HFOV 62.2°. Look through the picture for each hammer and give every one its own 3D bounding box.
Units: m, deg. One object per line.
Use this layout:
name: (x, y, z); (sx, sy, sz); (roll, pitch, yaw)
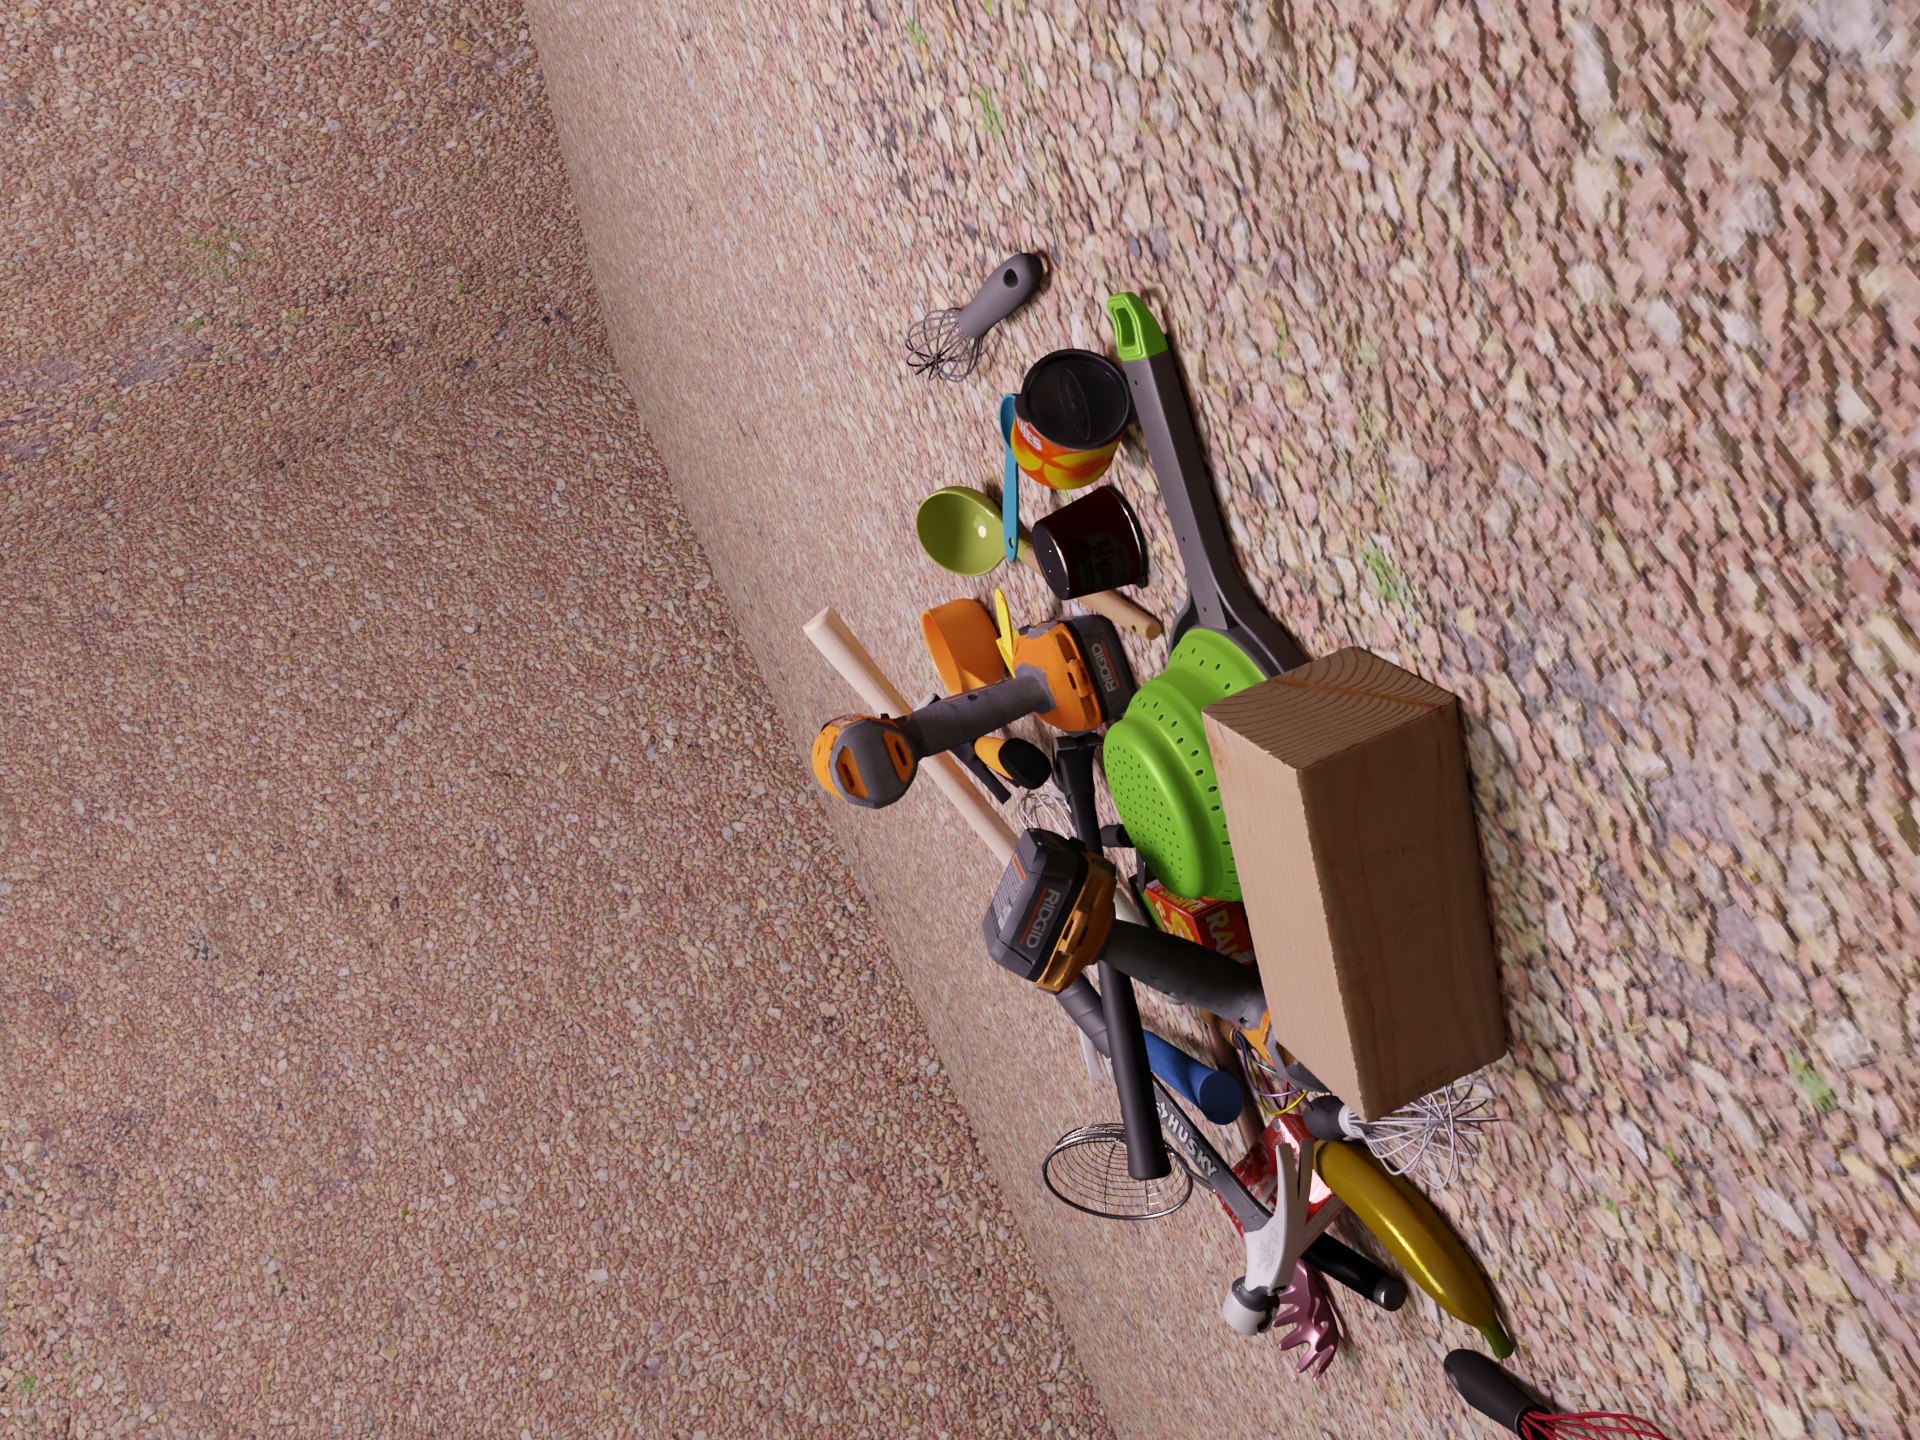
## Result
hammer: (0.135, 0.265, 1.224); (0.409, 0.036, 0.149); (48, 132, 50)
hammer: (0.110, 0.167, 1.173); (0.146, 0.035, 0.335); (86, 175, -71)
hammer: (0.032, 0.034, 1.377); (0.127, 0.034, 0.337); (44, 176, -9)
hammer: (0.158, 0.284, 1.386); (0.405, 0.035, 0.144); (-174, 68, -79)
hammer: (0.006, 0.067, 1.391); (0.410, 0.038, 0.146); (50, 178, -15)

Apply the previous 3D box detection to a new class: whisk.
whisk: (0.248, 0.241, 0.953); (0.284, 0.070, 0.070); (97, 149, -76)
whisk: (0.201, 0.228, 1.110); (0.245, 0.051, 0.047); (-166, 85, -85)
whisk: (0.121, 0.145, 1.350); (0.247, 0.057, 0.059); (54, 132, 34)
whisk: (0.330, 0.400, 0.891); (0.295, 0.073, 0.073); (108, 138, -82)
whisk: (0.009, -0.275, 1.082); (0.055, 0.055, 0.239); (68, 164, -4)

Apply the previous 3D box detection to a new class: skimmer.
skimmer: (0.196, 0.400, 1.241); (0.127, 0.090, 0.363); (44, 165, -25)

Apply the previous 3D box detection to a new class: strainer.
strainer: (0.133, 0.086, 1.203); (0.258, 0.050, 0.087); (139, 133, -84)

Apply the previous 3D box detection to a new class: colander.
colander: (0.120, -0.037, 0.901); (0.205, 0.094, 0.397); (-150, 39, -70)

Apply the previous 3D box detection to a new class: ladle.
ladle: (0.052, -0.109, 1.166); (0.320, 0.062, 0.078); (42, 155, 58)

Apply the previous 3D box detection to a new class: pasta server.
pasta server: (0.241, 0.374, 1.264); (0.060, 0.040, 0.316); (-1, 110, 67)

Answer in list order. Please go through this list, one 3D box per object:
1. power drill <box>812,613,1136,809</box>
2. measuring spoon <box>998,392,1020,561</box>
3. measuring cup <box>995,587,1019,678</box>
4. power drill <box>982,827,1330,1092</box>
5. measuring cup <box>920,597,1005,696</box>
power drill: (-0.002, -0.004, 1.171); (0.164, 0.226, 0.084); (-173, 61, -76)
measuring spoon: (0.044, -0.170, 1.120); (0.042, 0.021, 0.128); (50, 148, 47)
measuring cup: (0.049, -0.068, 1.263); (0.062, 0.029, 0.156); (60, 174, 25)
power drill: (0.130, 0.146, 0.987); (0.226, 0.084, 0.185); (24, -177, -3)
measuring cup: (0.020, -0.053, 1.412); (0.174, 0.052, 0.095); (43, 153, 59)
